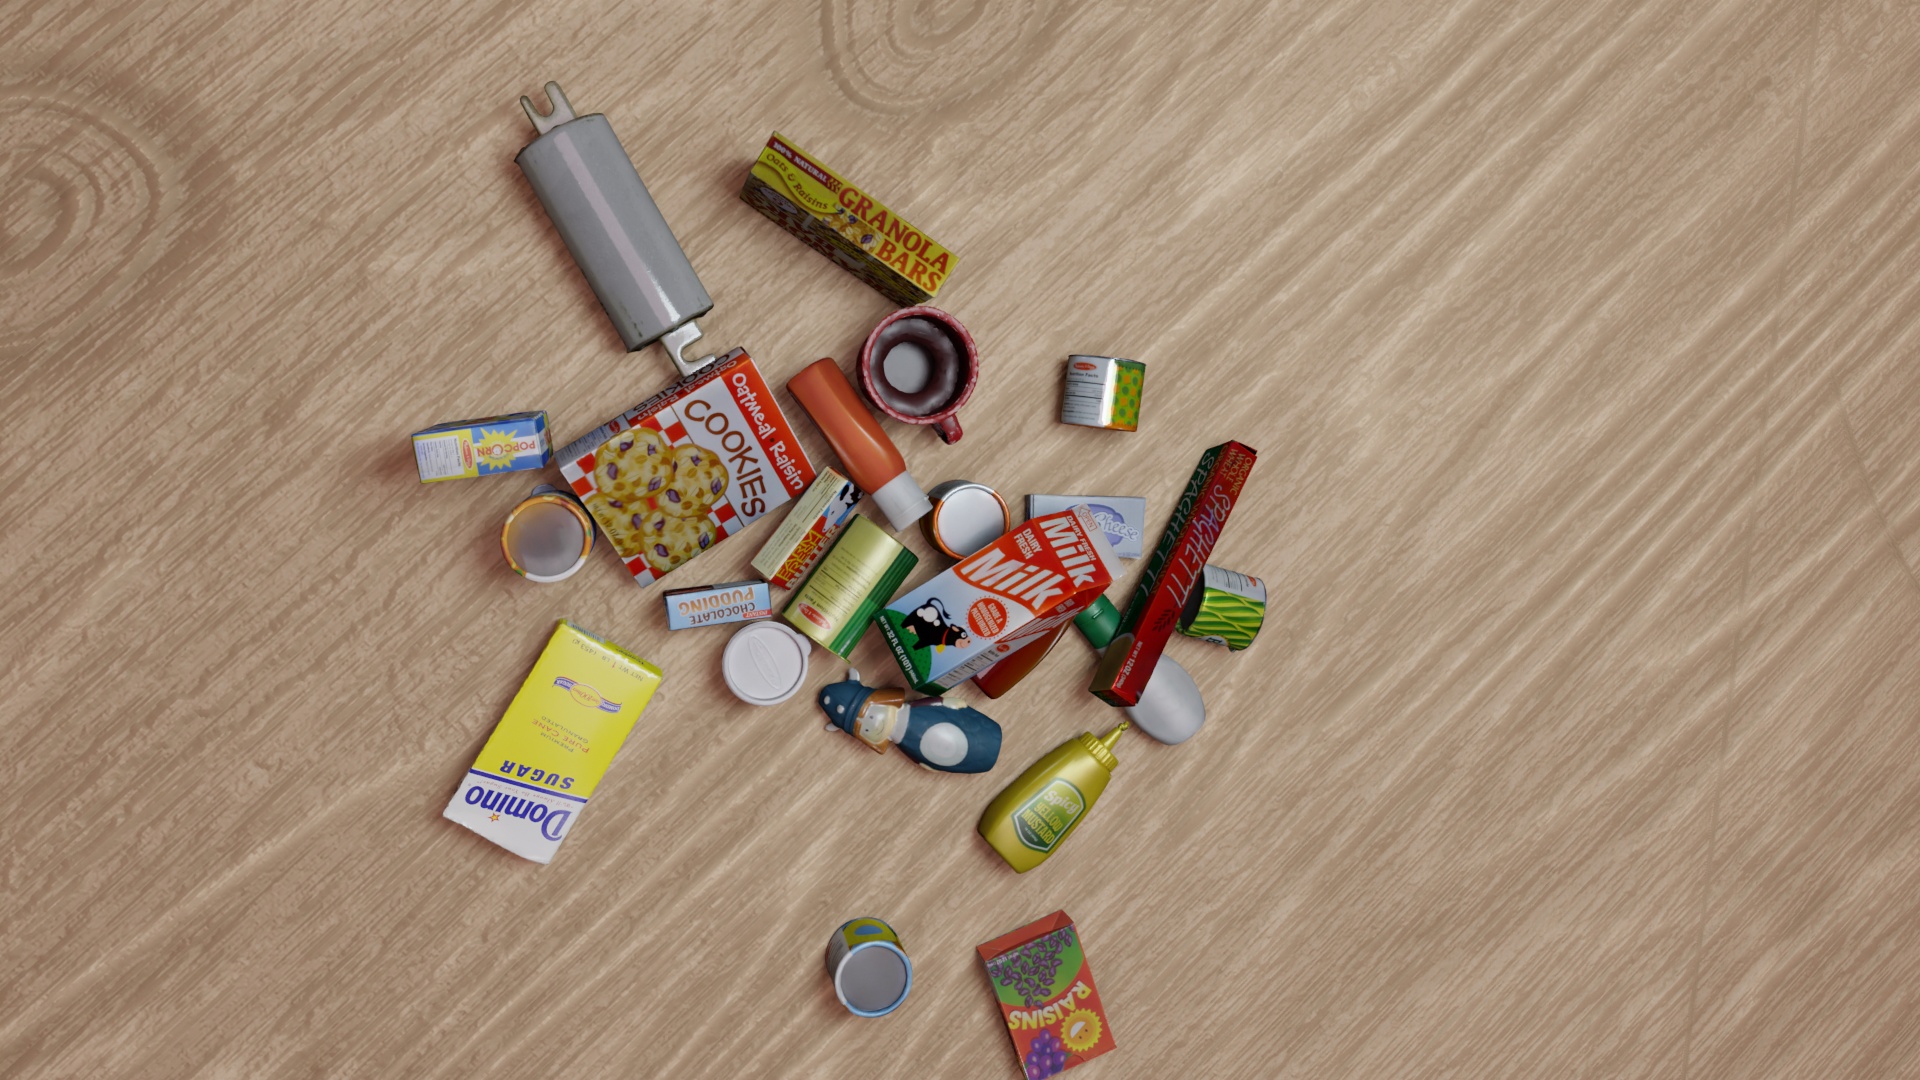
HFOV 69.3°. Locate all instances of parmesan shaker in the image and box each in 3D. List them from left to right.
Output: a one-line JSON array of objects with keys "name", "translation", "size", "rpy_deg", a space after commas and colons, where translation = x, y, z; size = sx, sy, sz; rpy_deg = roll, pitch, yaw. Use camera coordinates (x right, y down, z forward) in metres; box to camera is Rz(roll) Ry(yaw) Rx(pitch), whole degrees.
[{"name": "parmesan shaker", "translation": [-0.087, 0.039, 1.131], "size": [0.071, 0.071, 0.103], "rpy_deg": [38, 85, -13]}]

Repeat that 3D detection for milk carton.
[{"name": "milk carton", "translation": [0.035, 0.046, 1.114], "size": [0.190, 0.073, 0.072], "rpy_deg": [-31, 73, 5]}]

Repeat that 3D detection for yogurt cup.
[{"name": "yogurt cup", "translation": [-0.160, 0.096, 1.126], "size": [0.072, 0.054, 0.072], "rpy_deg": [-1, 95, -13]}]

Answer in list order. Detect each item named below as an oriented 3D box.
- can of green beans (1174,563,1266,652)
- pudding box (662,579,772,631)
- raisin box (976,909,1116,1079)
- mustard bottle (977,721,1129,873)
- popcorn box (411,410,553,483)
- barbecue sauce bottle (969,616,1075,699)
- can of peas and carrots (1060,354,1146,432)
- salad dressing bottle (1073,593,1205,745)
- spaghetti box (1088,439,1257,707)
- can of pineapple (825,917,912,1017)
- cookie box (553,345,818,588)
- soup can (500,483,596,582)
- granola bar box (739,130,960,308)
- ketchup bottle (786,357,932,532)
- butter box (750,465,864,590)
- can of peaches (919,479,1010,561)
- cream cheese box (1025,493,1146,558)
[{"name": "can of green beans", "translation": [0.224, 0.057, 1.205], "size": [0.058, 0.071, 0.071], "rpy_deg": [15, 91, -13]}, {"name": "pudding box", "translation": [-0.196, 0.051, 1.117], "size": [0.084, 0.049, 0.030], "rpy_deg": [-7, 95, -13]}, {"name": "raisin box", "translation": [0.076, 0.398, 1.211], "size": [0.086, 0.040, 0.123], "rpy_deg": [-20, 99, -11]}, {"name": "mustard bottle", "translation": [0.088, 0.211, 1.194], "size": [0.160, 0.049, 0.065], "rpy_deg": [-45, 104, -6]}, {"name": "popcorn box", "translation": [-0.352, -0.071, 1.033], "size": [0.085, 0.127, 0.038], "rpy_deg": [-10, 100, -12]}, {"name": "barbecue sauce bottle", "translation": [0.063, 0.064, 1.168], "size": [0.148, 0.044, 0.065], "rpy_deg": [-41, 95, 2]}, {"name": "can of peas and carrots", "translation": [0.122, -0.123, 1.169], "size": [0.071, 0.071, 0.058], "rpy_deg": [7, 94, -13]}, {"name": "salad dressing bottle", "translation": [0.153, 0.110, 1.205], "size": [0.064, 0.044, 0.147], "rpy_deg": [-40, 100, -7]}, {"name": "spaghetti box", "translation": [0.181, 0.025, 1.174], "size": [0.028, 0.050, 0.251], "rpy_deg": [32, 73, -12]}, {"name": "can of pineapple", "translation": [-0.075, 0.357, 1.163], "size": [0.071, 0.058, 0.071], "rpy_deg": [-1, 95, -13]}, {"name": "cookie box", "translation": [-0.211, -0.058, 1.091], "size": [0.168, 0.040, 0.122], "rpy_deg": [-32, 122, -9]}, {"name": "soup can", "translation": [-0.316, -0.007, 1.067], "size": [0.071, 0.084, 0.071], "rpy_deg": [-1, 94, -12]}, {"name": "granola bar box", "translation": [-0.090, -0.243, 1.080], "size": [0.165, 0.124, 0.039], "rpy_deg": [32, 87, -13]}, {"name": "ketchup bottle", "translation": [-0.079, -0.076, 1.116], "size": [0.043, 0.065, 0.149], "rpy_deg": [-36, 92, 10]}, {"name": "butter box", "translation": [-0.123, -0.010, 1.123], "size": [0.024, 0.053, 0.103], "rpy_deg": [37, 88, 16]}, {"name": "can of peaches", "translation": [0.004, -0.014, 1.153], "size": [0.071, 0.058, 0.071], "rpy_deg": [-1, 94, -13]}, {"name": "cream cheese box", "translation": [0.107, -0.013, 1.194], "size": [0.104, 0.024, 0.053], "rpy_deg": [1, 94, -13]}]
